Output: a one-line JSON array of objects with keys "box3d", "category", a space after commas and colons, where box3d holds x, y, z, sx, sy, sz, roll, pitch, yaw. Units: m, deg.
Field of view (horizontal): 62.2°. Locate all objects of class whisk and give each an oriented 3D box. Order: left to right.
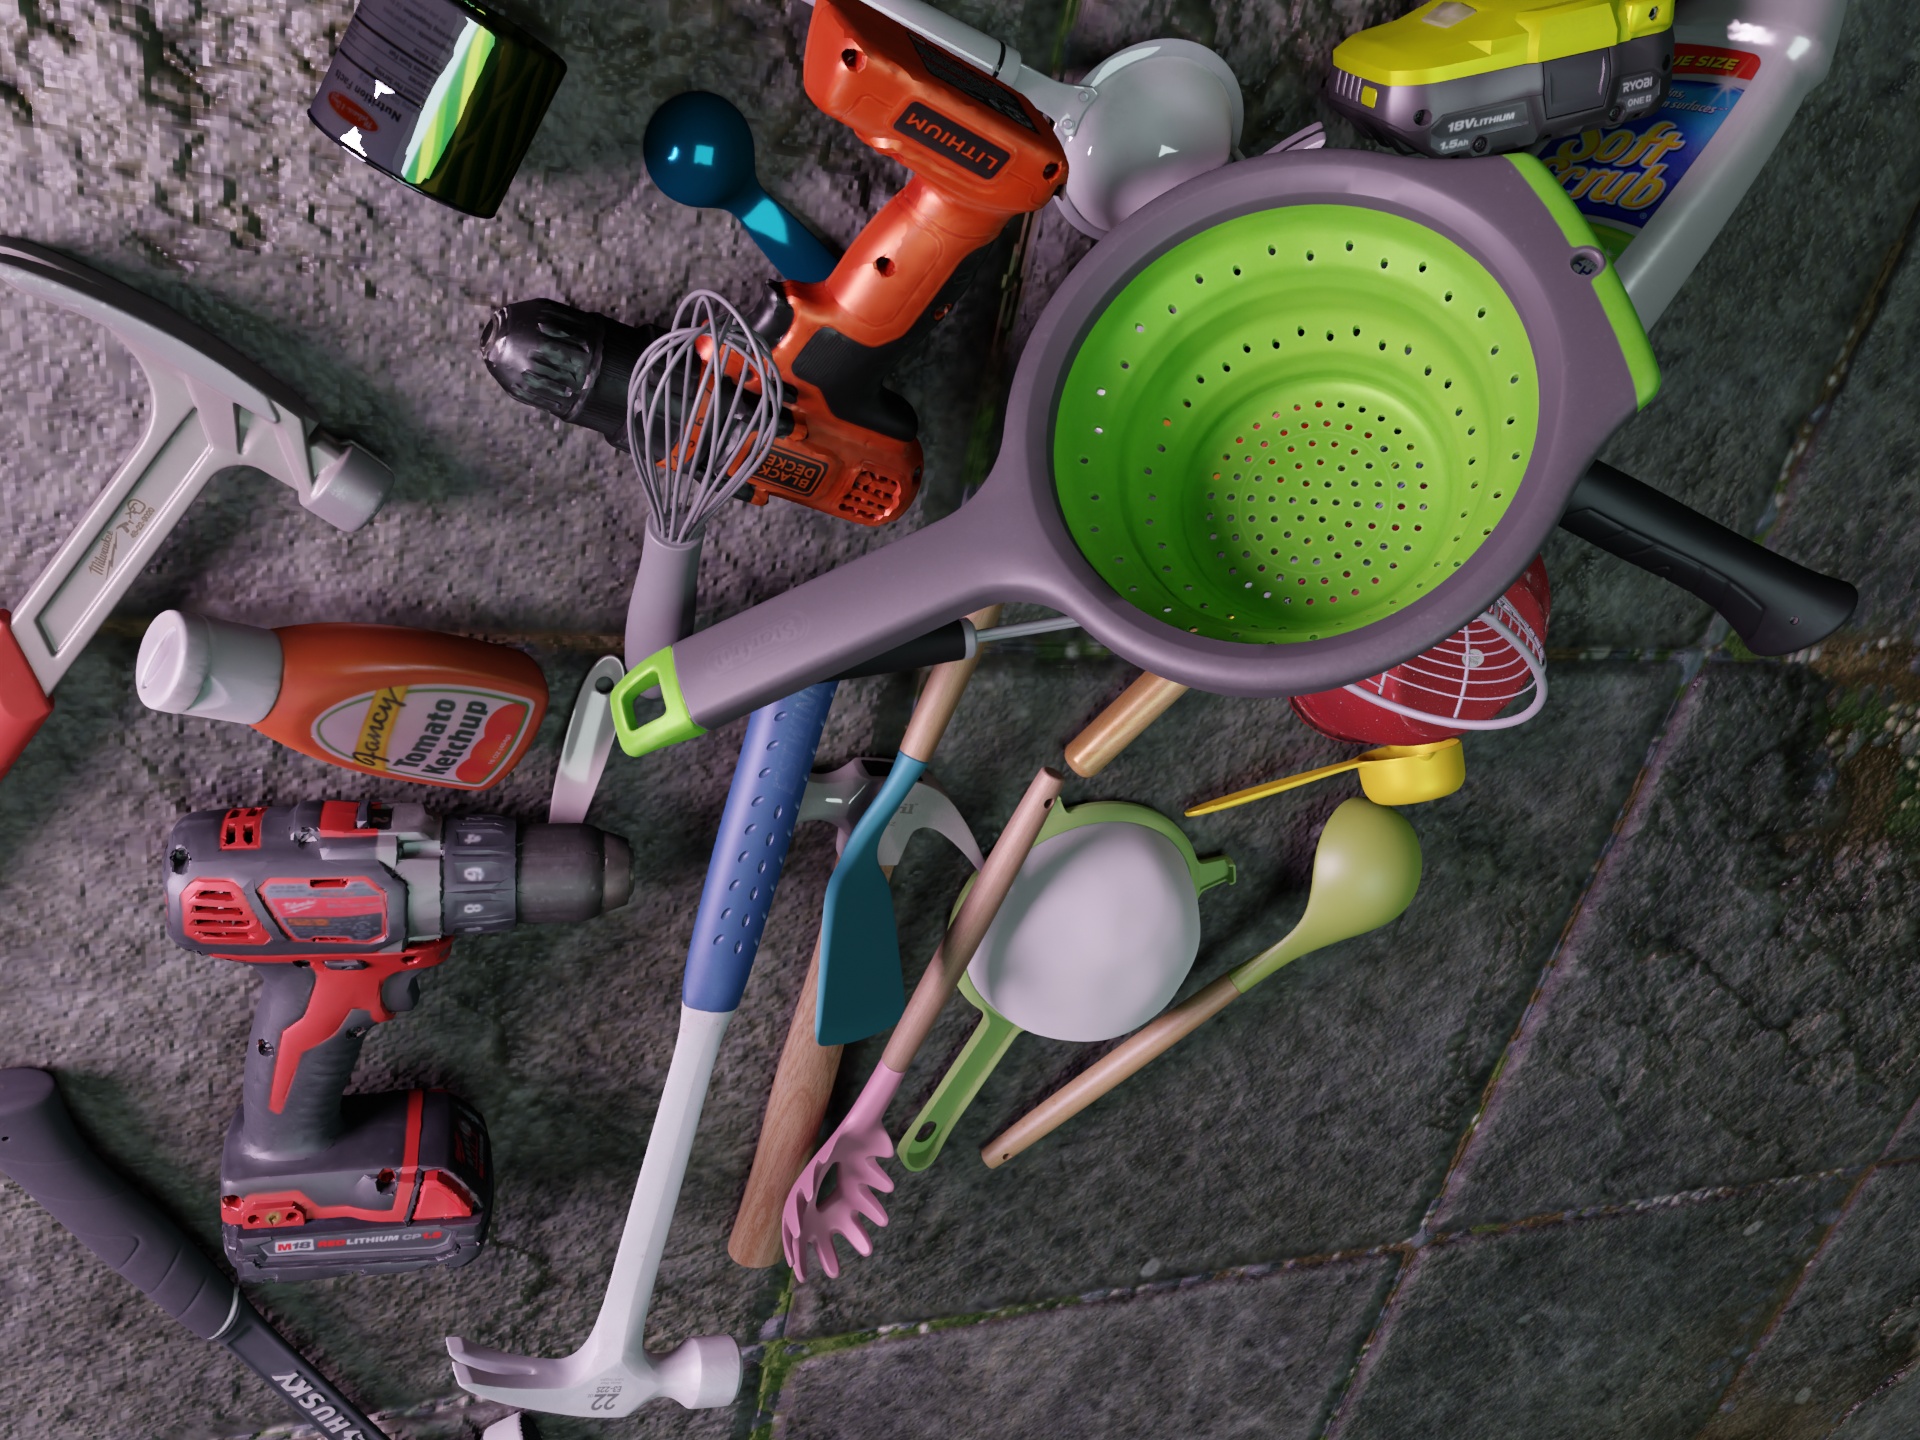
[{"box3d": [-0.106, -0.072, 0.608, 0.055, 0.055, 0.238, -6, 153, -20], "category": "whisk"}, {"box3d": [0.145, -0.059, 0.788, 0.051, 0.047, 0.245, 39, 105, -25], "category": "whisk"}]

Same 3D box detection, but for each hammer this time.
[{"box3d": [-0.380, 0.001, 0.595, 0.149, 0.037, 0.359, 34, 103, -36], "category": "hammer"}, {"box3d": [-0.368, 0.311, 0.805, 0.149, 0.036, 0.408, -26, 127, -5], "category": "hammer"}, {"box3d": [-0.123, 0.140, 0.727, 0.144, 0.035, 0.405, 10, 102, -31], "category": "hammer"}, {"box3d": [-0.073, 0.165, 0.841, 0.130, 0.031, 0.331, 3, 120, -25], "category": "hammer"}, {"box3d": [0.230, -0.117, 0.668, 0.334, 0.035, 0.146, 25, 122, -7], "category": "hammer"}]

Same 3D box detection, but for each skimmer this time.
[{"box3d": [0.067, -0.016, 0.676, 0.363, 0.090, 0.127, -9, 167, -10], "category": "skimmer"}]

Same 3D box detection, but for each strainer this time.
[{"box3d": [0.021, -0.245, 0.612, 0.258, 0.050, 0.086, 16, 125, -27], "category": "strainer"}, {"box3d": [0.045, 0.165, 0.868, 0.151, 0.069, 0.256, 22, 108, -33], "category": "strainer"}]

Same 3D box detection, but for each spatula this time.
[{"box3d": [-0.001, -0.002, 0.728, 0.082, 0.044, 0.317, 3, 113, -63], "category": "spatula"}]

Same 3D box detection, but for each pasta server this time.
[{"box3d": [-0.019, 0.161, 0.818, 0.060, 0.040, 0.316, 9, 117, -41], "category": "pasta server"}]

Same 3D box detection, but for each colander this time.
[{"box3d": [0.053, -0.067, 0.612, 0.397, 0.205, 0.094, -23, 158, 13], "category": "colander"}]

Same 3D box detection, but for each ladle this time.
[{"box3d": [0.134, 0.160, 0.931, 0.320, 0.062, 0.078, -39, 130, 12], "category": "ladle"}]

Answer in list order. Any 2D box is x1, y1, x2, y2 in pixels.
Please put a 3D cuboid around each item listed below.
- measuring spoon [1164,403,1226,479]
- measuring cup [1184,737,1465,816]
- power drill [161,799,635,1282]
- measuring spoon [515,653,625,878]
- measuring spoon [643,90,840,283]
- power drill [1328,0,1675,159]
[{"box3d": [0.090, -0.143, 0.724, 0.021, 0.011, 0.116, -45, 127, 9], "category": "measuring spoon"}, {"box3d": [0.200, 0.041, 0.868, 0.156, 0.062, 0.029, -15, 94, -3], "category": "measuring cup"}, {"box3d": [-0.245, 0.137, 0.712, 0.188, 0.080, 0.226, 0, 117, -17], "category": "power drill"}, {"box3d": [-0.173, 0.025, 0.719, 0.034, 0.018, 0.124, 15, 108, -19], "category": "measuring spoon"}, {"box3d": [-0.069, -0.188, 0.618, 0.042, 0.021, 0.128, -43, 127, 7], "category": "measuring spoon"}, {"box3d": [0.197, -0.341, 0.603, 0.190, 0.080, 0.228, -15, 124, -8], "category": "power drill"}]
